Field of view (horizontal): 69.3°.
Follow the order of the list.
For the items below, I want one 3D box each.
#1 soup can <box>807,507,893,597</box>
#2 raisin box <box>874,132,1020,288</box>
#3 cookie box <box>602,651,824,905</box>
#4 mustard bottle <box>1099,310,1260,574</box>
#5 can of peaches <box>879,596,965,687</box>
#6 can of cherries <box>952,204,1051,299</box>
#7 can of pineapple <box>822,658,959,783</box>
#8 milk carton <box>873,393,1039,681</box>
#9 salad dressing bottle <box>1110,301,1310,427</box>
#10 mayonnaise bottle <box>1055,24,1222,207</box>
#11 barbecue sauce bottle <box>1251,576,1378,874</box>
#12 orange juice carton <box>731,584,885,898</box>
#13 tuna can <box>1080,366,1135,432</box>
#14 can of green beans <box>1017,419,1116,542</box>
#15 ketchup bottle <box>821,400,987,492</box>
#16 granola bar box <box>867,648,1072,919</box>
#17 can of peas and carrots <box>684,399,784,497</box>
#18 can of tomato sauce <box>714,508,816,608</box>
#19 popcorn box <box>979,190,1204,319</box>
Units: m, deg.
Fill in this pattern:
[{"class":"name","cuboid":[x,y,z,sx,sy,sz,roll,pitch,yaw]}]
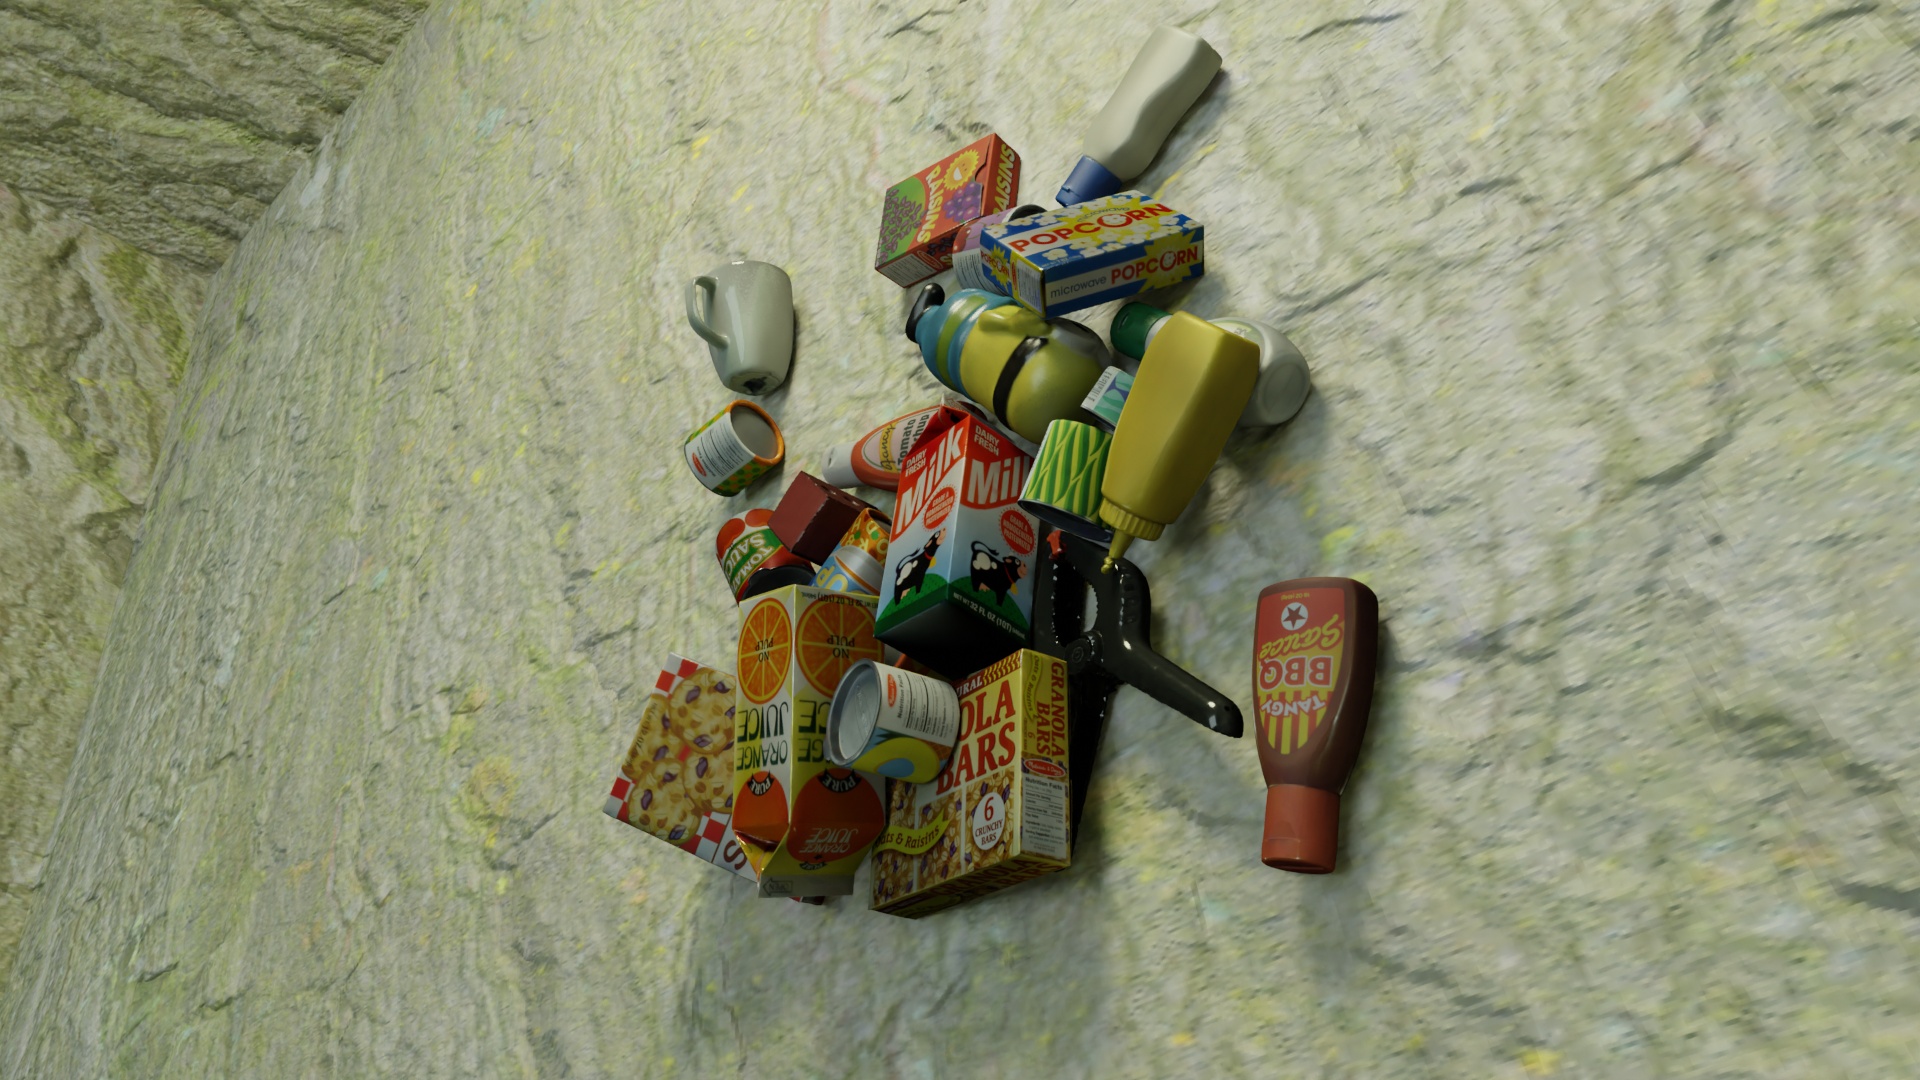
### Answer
[{"class":"soup can","cuboid":[-0.067,0.028,0.999,0.083,0.071,0.071,-54,40,9]},{"class":"raisin box","cuboid":[-0.011,-0.270,1.140,0.123,0.040,0.086,-16,56,40]},{"class":"cookie box","cuboid":[-0.151,0.165,0.974,0.167,0.040,0.123,19,81,20]},{"class":"mustard bottle","cuboid":[0.118,-0.052,0.816,0.065,0.049,0.159,42,112,52]},{"class":"can of peaches","cuboid":[-0.036,0.074,0.948,0.071,0.058,0.071,-25,52,36]},{"class":"can of cherries","cuboid":[0.038,-0.213,1.036,0.058,0.071,0.071,-4,65,47]},{"class":"can of pineapple","cuboid":[-0.042,0.112,0.848,0.070,0.058,0.071,-39,41,45]},{"class":"milk carton","cuboid":[0.003,-0.012,0.927,0.073,0.072,0.191,-30,39,40]},{"class":"salad dressing bottle","cuboid":[0.152,-0.115,0.872,0.148,0.044,0.064,34,98,51]},{"class":"mayonnaise bottle","cuboid":[0.125,-0.301,1.013,0.148,0.041,0.065,-55,38,9]},{"class":"barbecue sauce bottle","cuboid":[0.180,0.095,0.718,0.064,0.043,0.149,-11,61,42]},{"class":"orange juice carton","cuboid":[-0.097,0.130,0.893,0.073,0.072,0.193,-19,66,49]},{"class":"tuna can","cuboid":[0.114,-0.078,0.876,0.033,0.071,0.071,-57,40,5]},{"class":"can of green beans","cuboid":[0.078,-0.038,0.888,0.071,0.071,0.058,14,78,50]},{"class":"ketchup bottle","cuboid":[-0.045,-0.064,1.052,0.148,0.043,0.065,-7,64,45]},{"class":"granola bar box","cuboid":[0.004,0.152,0.847,0.165,0.039,0.125,-35,45,48]},{"class":"can of peas and carrots","cuboid":[-0.194,-0.081,1.205,0.058,0.071,0.071,-33,47,29]},{"class":"can of tomato sauce","cuboid":[-0.153,0.023,1.094,0.071,0.071,0.083,-50,40,14]},{"class":"popcorn box","cuboid":[0.088,-0.193,0.930,0.085,0.127,0.038,46,148,49]}]
